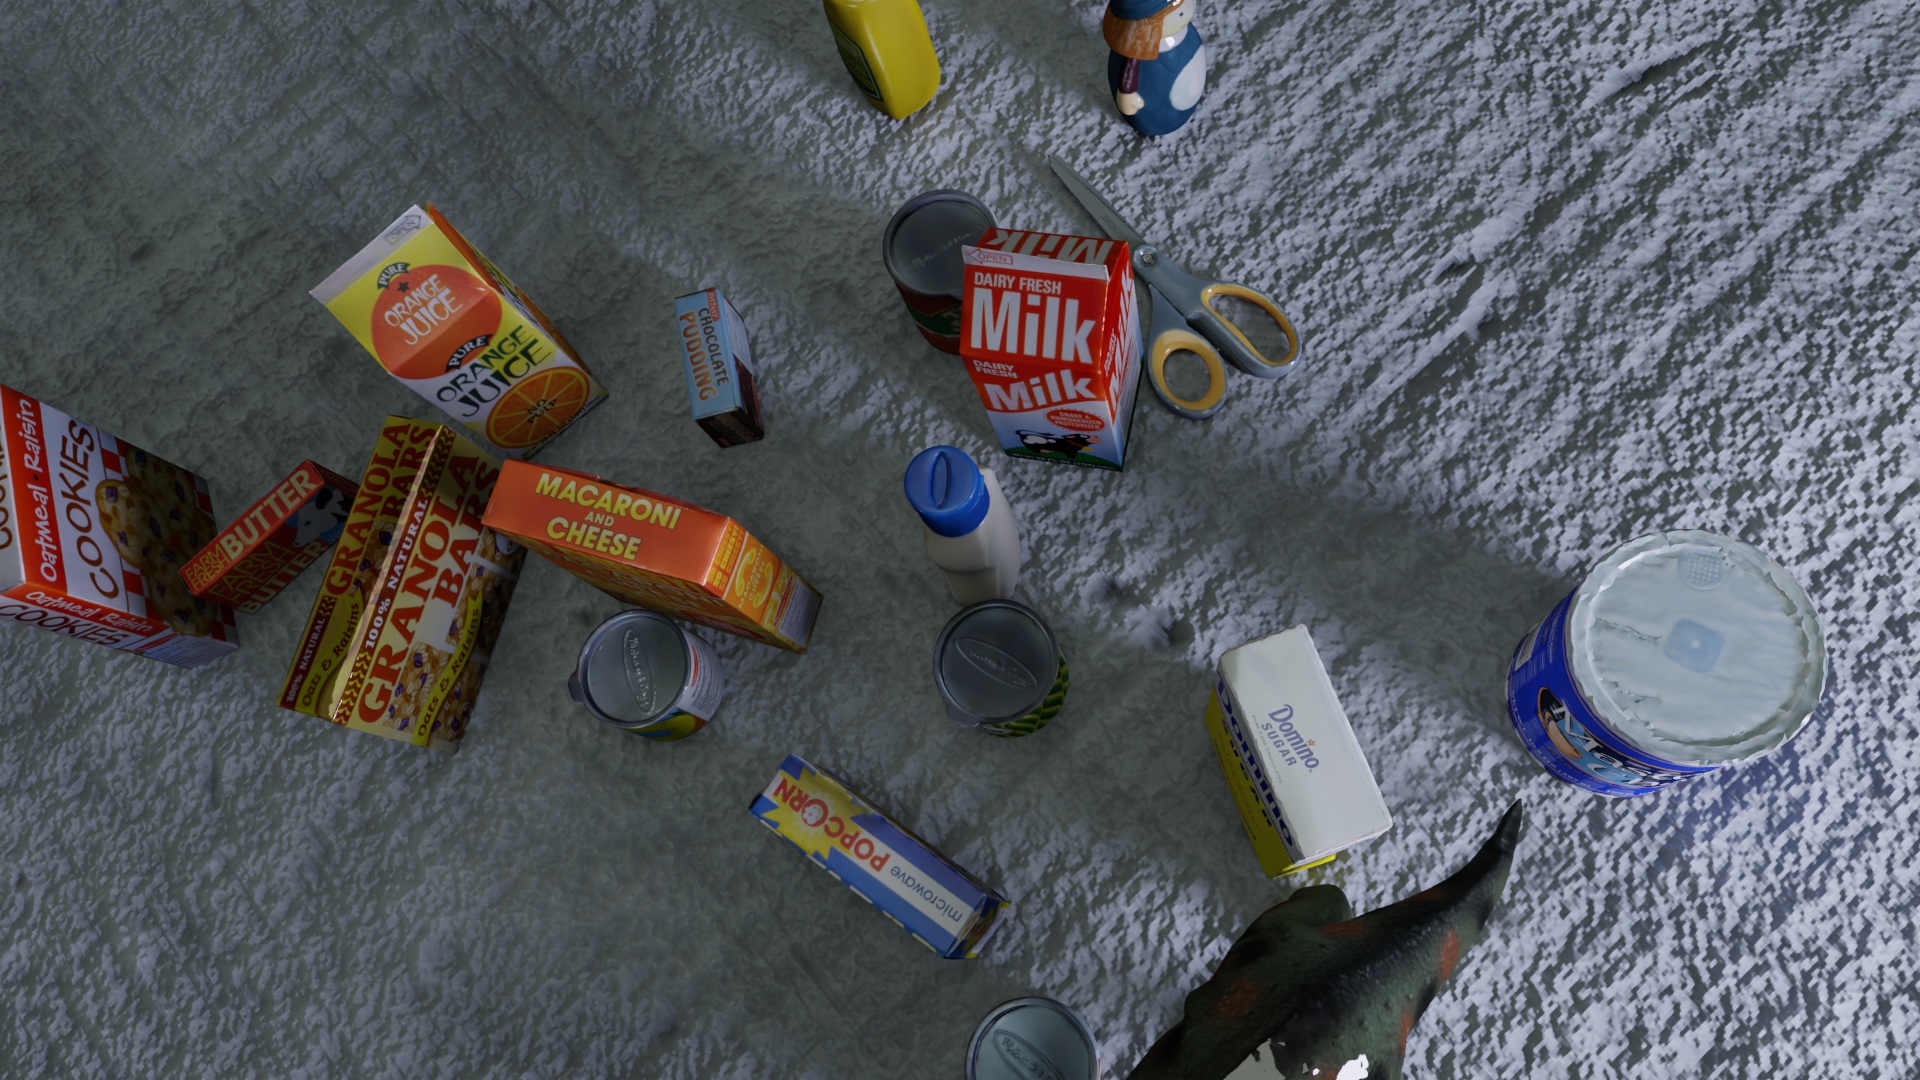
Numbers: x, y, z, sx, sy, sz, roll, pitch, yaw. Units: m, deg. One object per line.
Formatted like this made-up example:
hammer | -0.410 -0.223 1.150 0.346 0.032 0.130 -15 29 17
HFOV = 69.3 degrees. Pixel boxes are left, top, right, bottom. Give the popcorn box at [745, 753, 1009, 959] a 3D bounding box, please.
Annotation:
popcorn box | -0.040 0.164 0.714 0.127 0.085 0.038 32 82 17

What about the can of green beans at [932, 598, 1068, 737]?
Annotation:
can of green beans | 0.023 0.070 0.746 0.071 0.057 0.071 -3 73 9

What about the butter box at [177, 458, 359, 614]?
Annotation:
butter box | -0.417 -0.001 0.848 0.103 0.053 0.024 -42 71 -4

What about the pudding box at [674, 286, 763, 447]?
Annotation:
pudding box | -0.144 -0.103 0.832 0.030 0.049 0.084 -15 72 6

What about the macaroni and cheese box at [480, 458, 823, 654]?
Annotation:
macaroni and cheese box | -0.156 0.011 0.738 0.124 0.166 0.040 14 77 14

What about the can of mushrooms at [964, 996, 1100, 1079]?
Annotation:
can of mushrooms | 0.035 0.265 0.697 0.071 0.033 0.071 -3 73 9

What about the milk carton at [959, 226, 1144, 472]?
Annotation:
milk carton | 0.050 -0.103 0.724 0.072 0.190 0.073 10 76 13

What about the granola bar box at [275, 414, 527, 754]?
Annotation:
granola bar box | -0.303 0.028 0.781 0.039 0.124 0.166 12 76 13

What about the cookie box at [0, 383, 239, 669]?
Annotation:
cookie box | -0.499 -0.002 0.803 0.040 0.167 0.123 -23 71 3

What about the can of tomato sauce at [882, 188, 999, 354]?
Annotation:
can of tomato sauce | -0.003 -0.152 0.804 0.071 0.083 0.071 -3 73 9

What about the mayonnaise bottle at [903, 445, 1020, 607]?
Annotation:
mayonnaise bottle | 0.003 -0.009 0.726 0.041 0.147 0.065 0 74 10

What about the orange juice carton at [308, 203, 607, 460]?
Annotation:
orange juice carton | -0.284 -0.120 0.787 0.072 0.192 0.073 -39 71 -3

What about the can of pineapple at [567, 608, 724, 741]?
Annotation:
can of pineapple | -0.174 0.077 0.779 0.071 0.057 0.071 -3 73 9

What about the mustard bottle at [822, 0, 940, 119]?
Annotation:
mustard bottle | -0.054 -0.315 0.822 0.049 0.160 0.065 -40 71 -3
